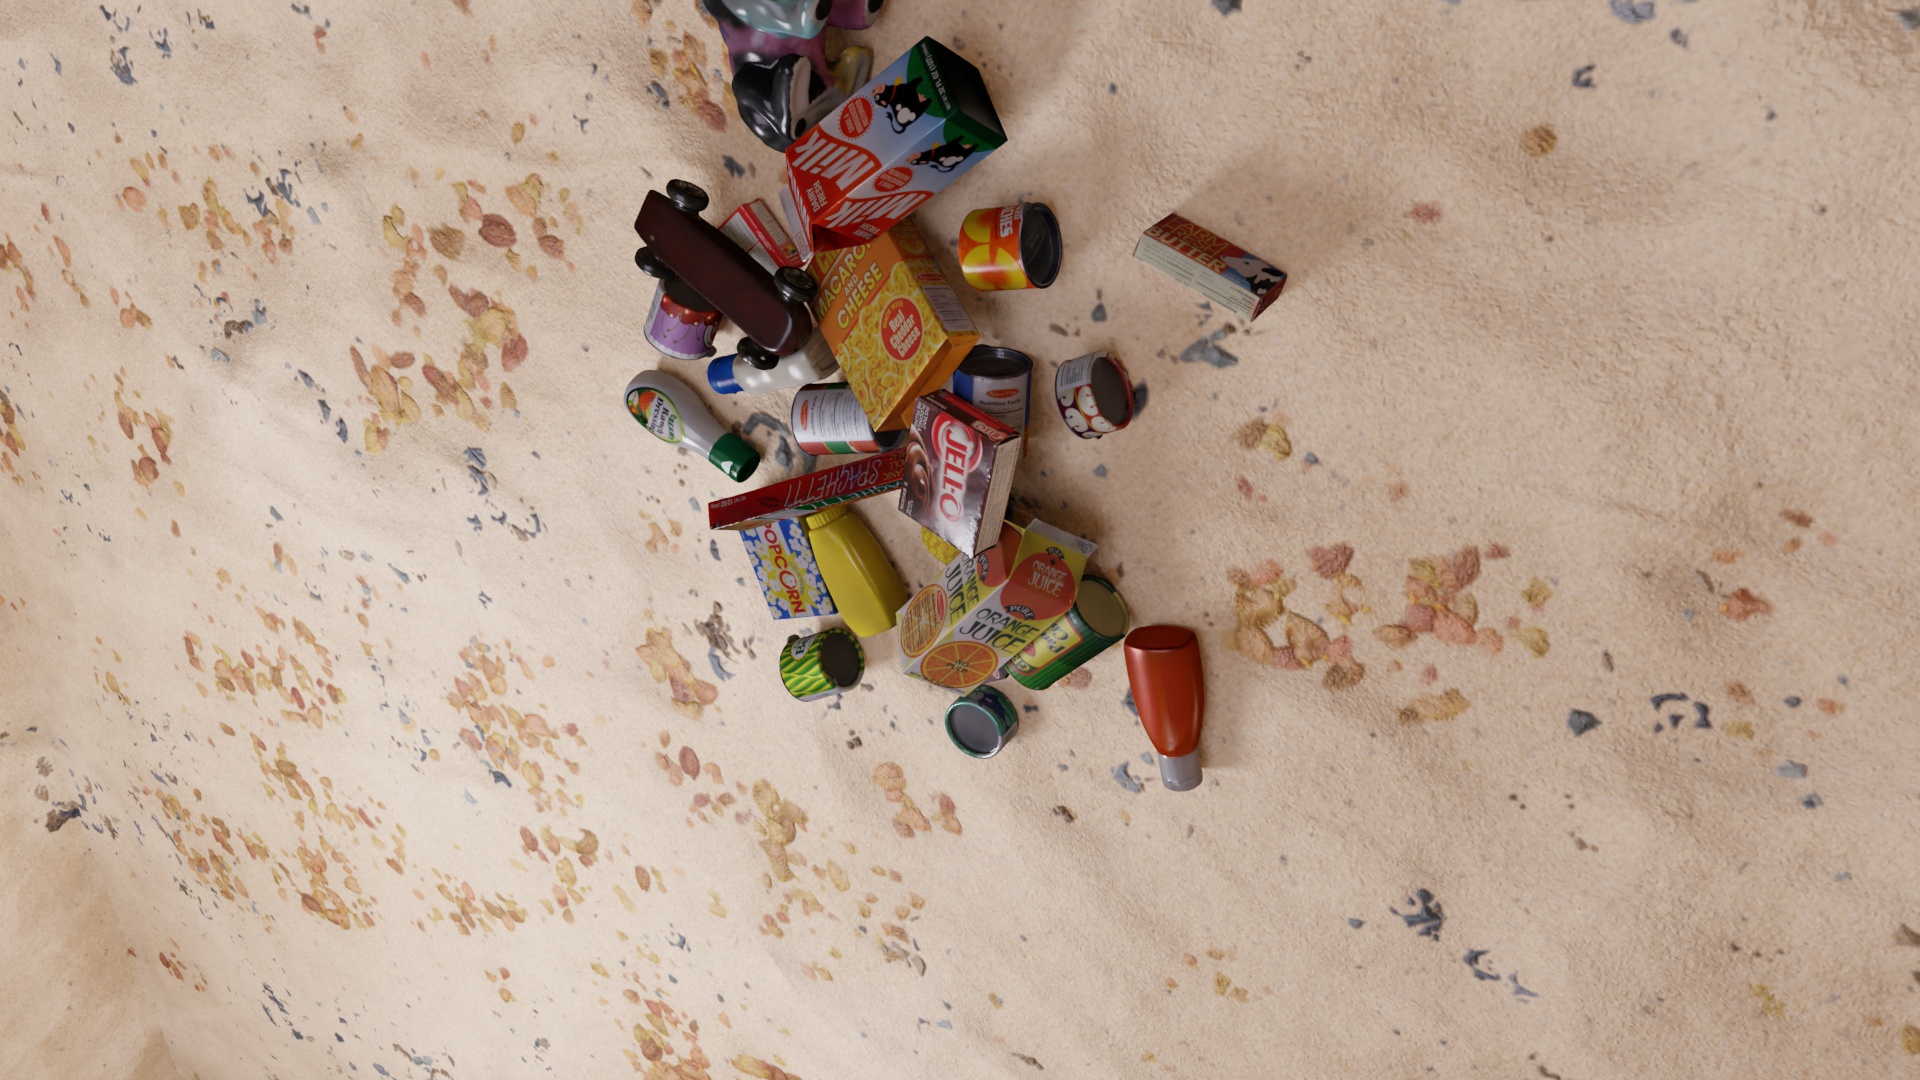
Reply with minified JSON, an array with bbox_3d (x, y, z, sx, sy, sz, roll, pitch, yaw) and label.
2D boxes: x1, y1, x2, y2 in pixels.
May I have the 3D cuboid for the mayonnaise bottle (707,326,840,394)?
[{"bbox_3d":[-0.172,-0.162,1.272,0.148,0.065,0.041,-6,124,40],"label":"mayonnaise bottle"}]

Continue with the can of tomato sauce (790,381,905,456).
[{"bbox_3d":[-0.098,-0.110,1.246,0.083,0.071,0.071,0,114,30],"label":"can of tomato sauce"}]

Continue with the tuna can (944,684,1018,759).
[{"bbox_3d":[0.018,0.174,1.343,0.071,0.033,0.070,16,122,26],"label":"tuna can"}]

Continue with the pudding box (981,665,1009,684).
[{"bbox_3d":[0.012,0.093,1.306,0.049,0.030,0.083,-20,102,38],"label":"pudding box"}]

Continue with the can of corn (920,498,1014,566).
[{"bbox_3d":[0.004,-0.015,1.225,0.071,0.071,0.058,39,130,10],"label":"can of corn"}]

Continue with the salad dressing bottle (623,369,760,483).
[{"bbox_3d":[-0.264,-0.112,1.371,0.148,0.044,0.064,35,128,13],"label":"salad dressing bottle"}]

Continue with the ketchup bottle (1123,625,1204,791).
[{"bbox_3d":[0.183,0.148,1.211,0.064,0.044,0.148,1,115,30],"label":"ketchup bottle"}]

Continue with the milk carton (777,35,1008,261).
[{"bbox_3d":[-0.066,-0.296,1.081,0.190,0.073,0.072,-29,70,28],"label":"milk carton"}]

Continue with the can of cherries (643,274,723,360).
[{"bbox_3d":[-0.254,-0.211,1.299,0.071,0.072,0.058,38,129,11],"label":"can of cherries"}]

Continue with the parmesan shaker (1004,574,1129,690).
[{"bbox_3d":[0.090,0.079,1.224,0.071,0.072,0.102,51,130,0],"label":"parmesan shaker"}]

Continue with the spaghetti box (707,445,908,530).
[{"bbox_3d":[-0.121,-0.047,1.267,0.249,0.050,0.028,-13,83,30],"label":"spaghetti box"}]

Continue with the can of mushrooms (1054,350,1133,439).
[{"bbox_3d":[0.108,-0.114,1.106,0.033,0.071,0.071,-15,106,37],"label":"can of mushrooms"}]

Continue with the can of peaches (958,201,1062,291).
[{"bbox_3d":[0.038,-0.231,1.089,0.058,0.071,0.071,3,116,34],"label":"can of peaches"}]

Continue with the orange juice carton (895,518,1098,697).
[{"bbox_3d":[0.030,0.048,1.197,0.072,0.073,0.192,25,129,-31],"label":"orange juice carton"}]

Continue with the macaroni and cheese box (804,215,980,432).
[{"bbox_3d":[-0.064,-0.193,1.157,0.123,0.040,0.167,-48,61,40],"label":"macaroni and cheese box"}]

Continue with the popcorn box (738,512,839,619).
[{"bbox_3d":[-0.166,0.014,1.378,0.085,0.038,0.126,-7,110,37],"label":"popcorn box"}]

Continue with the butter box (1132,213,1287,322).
[{"bbox_3d":[0.183,-0.201,1.017,0.103,0.053,0.024,33,131,16],"label":"butter box"}]

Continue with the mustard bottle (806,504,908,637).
[{"bbox_3d":[-0.107,0.013,1.330,0.065,0.049,0.160,-19,102,39],"label":"mustard bottle"}]

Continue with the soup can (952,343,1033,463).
[{"bbox_3d":[0.025,-0.113,1.165,0.071,0.072,0.083,18,124,25],"label":"soup can"}]

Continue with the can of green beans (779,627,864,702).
[{"bbox_3d":[-0.139,0.125,1.401,0.057,0.071,0.071,-19,103,39],"label":"can of green beans"}]
